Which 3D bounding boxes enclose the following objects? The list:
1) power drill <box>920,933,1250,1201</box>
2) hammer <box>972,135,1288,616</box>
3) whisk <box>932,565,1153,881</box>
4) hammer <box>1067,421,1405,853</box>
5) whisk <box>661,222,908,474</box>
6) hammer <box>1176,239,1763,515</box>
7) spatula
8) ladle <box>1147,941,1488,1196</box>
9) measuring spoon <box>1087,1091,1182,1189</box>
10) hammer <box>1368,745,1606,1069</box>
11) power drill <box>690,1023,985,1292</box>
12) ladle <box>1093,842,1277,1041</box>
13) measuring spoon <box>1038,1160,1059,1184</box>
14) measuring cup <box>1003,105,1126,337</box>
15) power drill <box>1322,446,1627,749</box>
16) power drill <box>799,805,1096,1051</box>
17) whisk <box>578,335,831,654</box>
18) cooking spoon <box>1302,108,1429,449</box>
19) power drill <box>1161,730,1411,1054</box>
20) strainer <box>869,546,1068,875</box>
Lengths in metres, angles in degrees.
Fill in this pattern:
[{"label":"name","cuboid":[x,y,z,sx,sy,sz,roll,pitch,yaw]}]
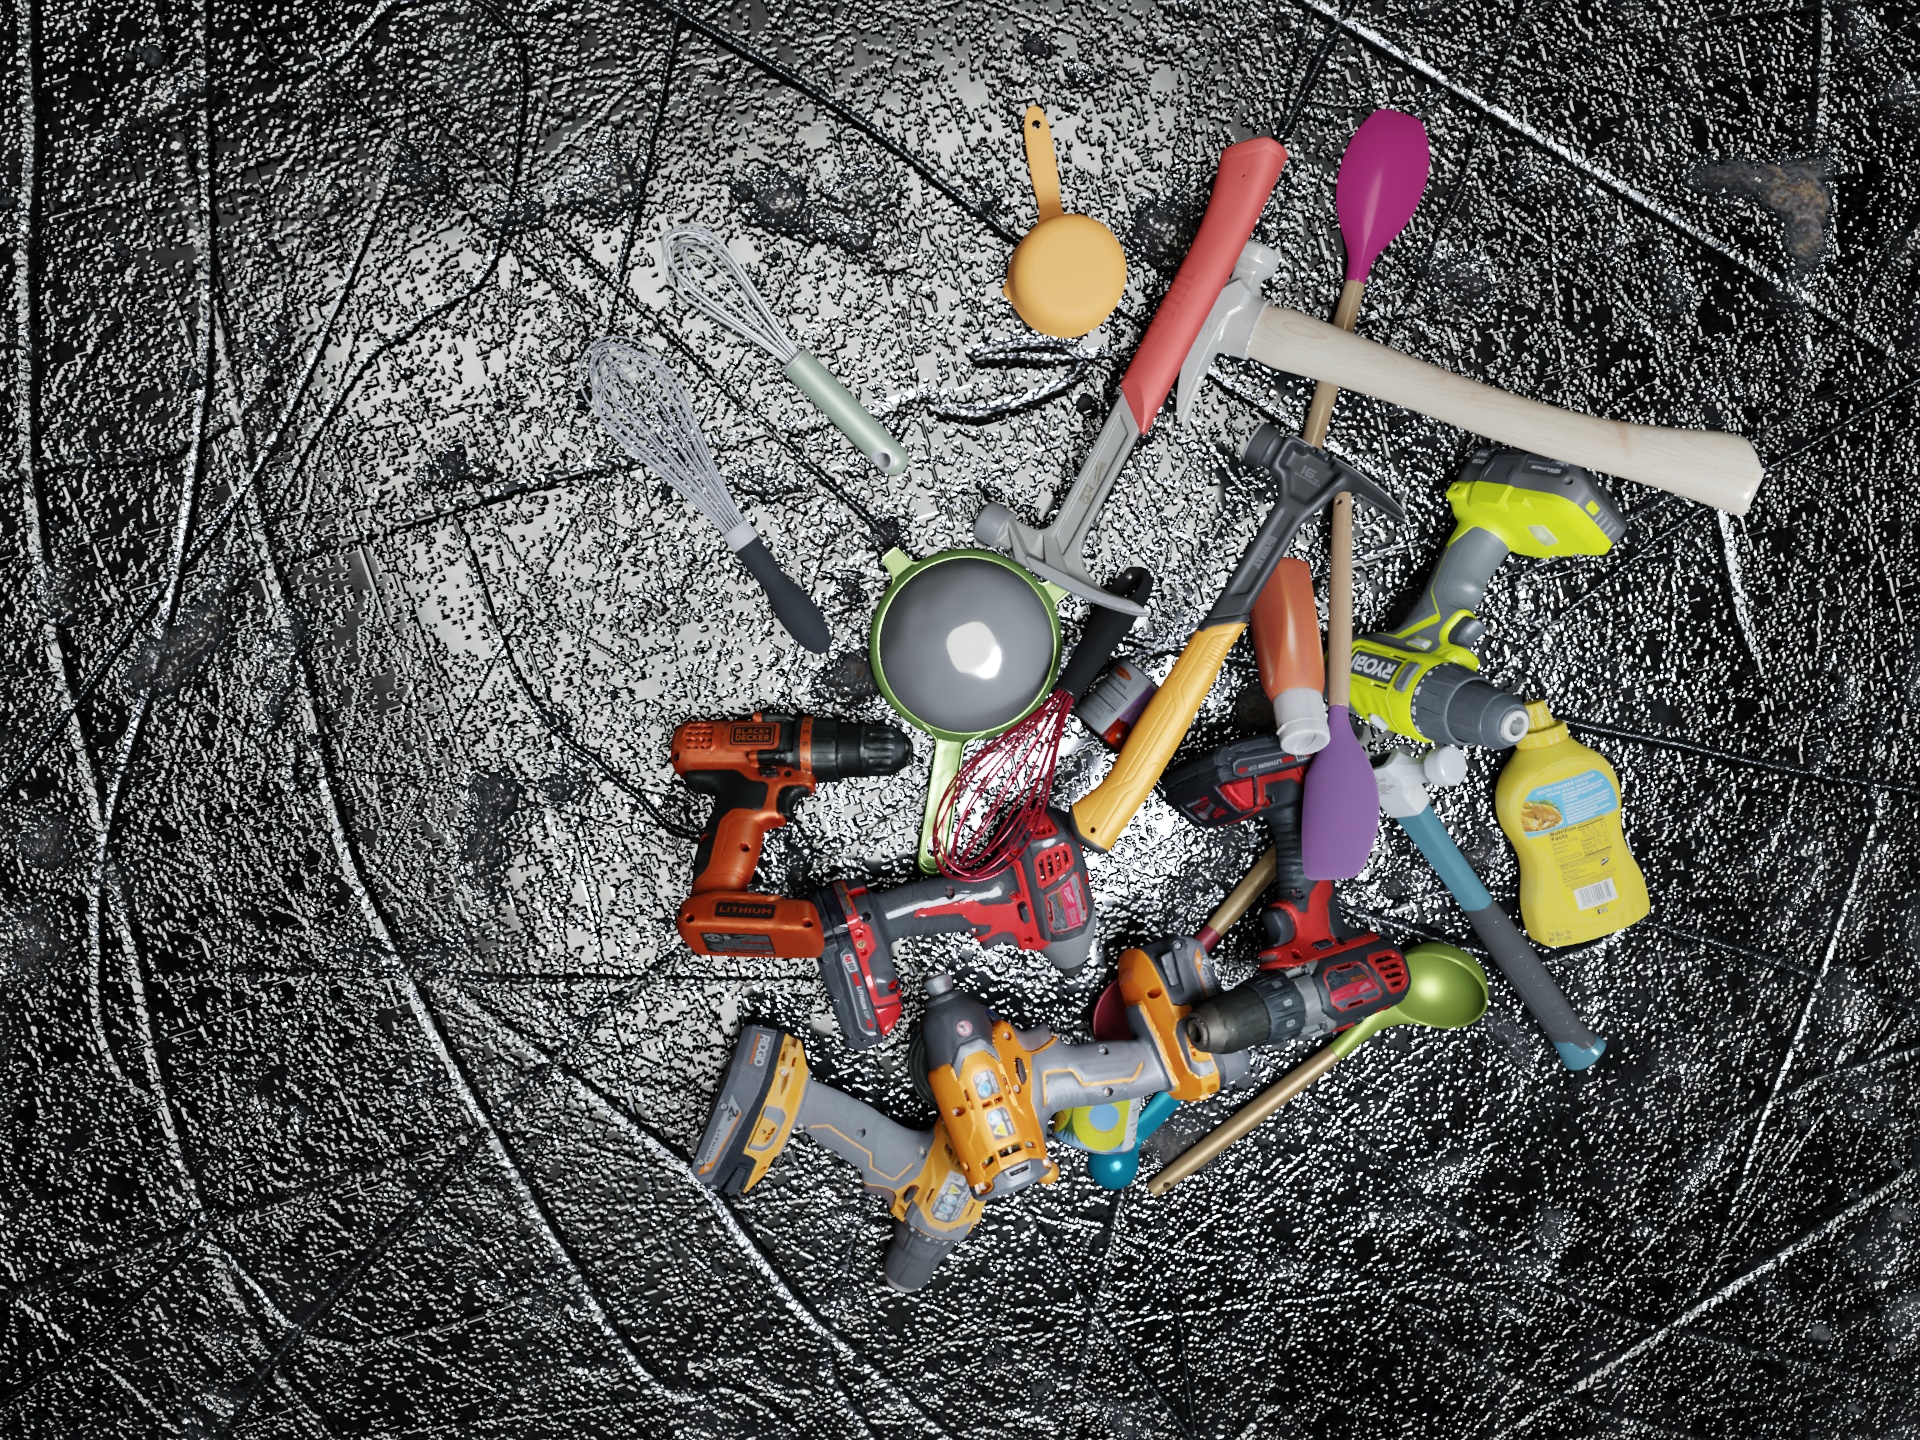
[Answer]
[{"label":"power drill","cuboid":[0.083,0.237,1.180,0.226,0.084,0.164,-18,78,-19]},{"label":"hammer","cuboid":[0.154,-0.261,1.185,0.149,0.036,0.359,29,94,11]},{"label":"whisk","cuboid":[0.067,-0.004,1.186,0.073,0.073,0.296,37,68,-7]},{"label":"hammer","cuboid":[0.187,-0.045,1.164,0.127,0.034,0.337,33,94,15]},{"label":"whisk","cuboid":[-0.130,-0.276,1.191,0.246,0.059,0.058,44,128,-11]},{"label":"hammer","cuboid":[0.358,-0.222,1.148,0.411,0.038,0.146,24,94,21]},{"label":"spatula","cuboid":[0.286,-0.034,1.194,0.060,0.018,0.316,-9,65,35]},{"label":"ladle","cuboid":[0.282,0.287,1.274,0.320,0.062,0.078,-38,102,2]},{"label":"measuring spoon","cuboid":[0.152,0.328,1.283,0.042,0.021,0.128,39,93,-7]},{"label":"hammer","cuboid":[0.414,0.153,1.252,0.330,0.128,0.033,52,60,-16]},{"label":"power drill","cuboid":[-0.089,0.345,1.228,0.226,0.084,0.185,20,116,-6]},{"label":"ladle","cuboid":[0.219,0.147,1.269,0.069,0.031,0.315,41,89,-2]},{"label":"measuring spoon","cuboid":[0.043,0.327,1.279,0.021,0.011,0.117,-35,96,-1]},{"label":"measuring cup","cuboid":[0.073,-0.376,1.190,0.095,0.052,0.173,-12,99,-3]},{"label":"power drill","cuboid":[0.388,-0.084,1.181,0.080,0.191,0.228,36,86,-28]},{"label":"power drill","cuboid":[-0.002,0.163,1.221,0.219,0.079,0.143,-19,118,-8]},{"label":"whisk","cuboid":[-0.184,-0.166,1.193,0.070,0.070,0.284,-37,103,0]},{"label":"cooking spoon","cuboid":[0.299,-0.314,1.232,0.068,0.017,0.319,14,94,-5]},{"label":"power drill","cuboid":[0.225,0.130,1.187,0.188,0.080,0.227,-12,79,-27]},{"label":"strainer","cuboid":[-0.002,-0.004,1.213,0.151,0.069,0.256,9,93,-6]}]
